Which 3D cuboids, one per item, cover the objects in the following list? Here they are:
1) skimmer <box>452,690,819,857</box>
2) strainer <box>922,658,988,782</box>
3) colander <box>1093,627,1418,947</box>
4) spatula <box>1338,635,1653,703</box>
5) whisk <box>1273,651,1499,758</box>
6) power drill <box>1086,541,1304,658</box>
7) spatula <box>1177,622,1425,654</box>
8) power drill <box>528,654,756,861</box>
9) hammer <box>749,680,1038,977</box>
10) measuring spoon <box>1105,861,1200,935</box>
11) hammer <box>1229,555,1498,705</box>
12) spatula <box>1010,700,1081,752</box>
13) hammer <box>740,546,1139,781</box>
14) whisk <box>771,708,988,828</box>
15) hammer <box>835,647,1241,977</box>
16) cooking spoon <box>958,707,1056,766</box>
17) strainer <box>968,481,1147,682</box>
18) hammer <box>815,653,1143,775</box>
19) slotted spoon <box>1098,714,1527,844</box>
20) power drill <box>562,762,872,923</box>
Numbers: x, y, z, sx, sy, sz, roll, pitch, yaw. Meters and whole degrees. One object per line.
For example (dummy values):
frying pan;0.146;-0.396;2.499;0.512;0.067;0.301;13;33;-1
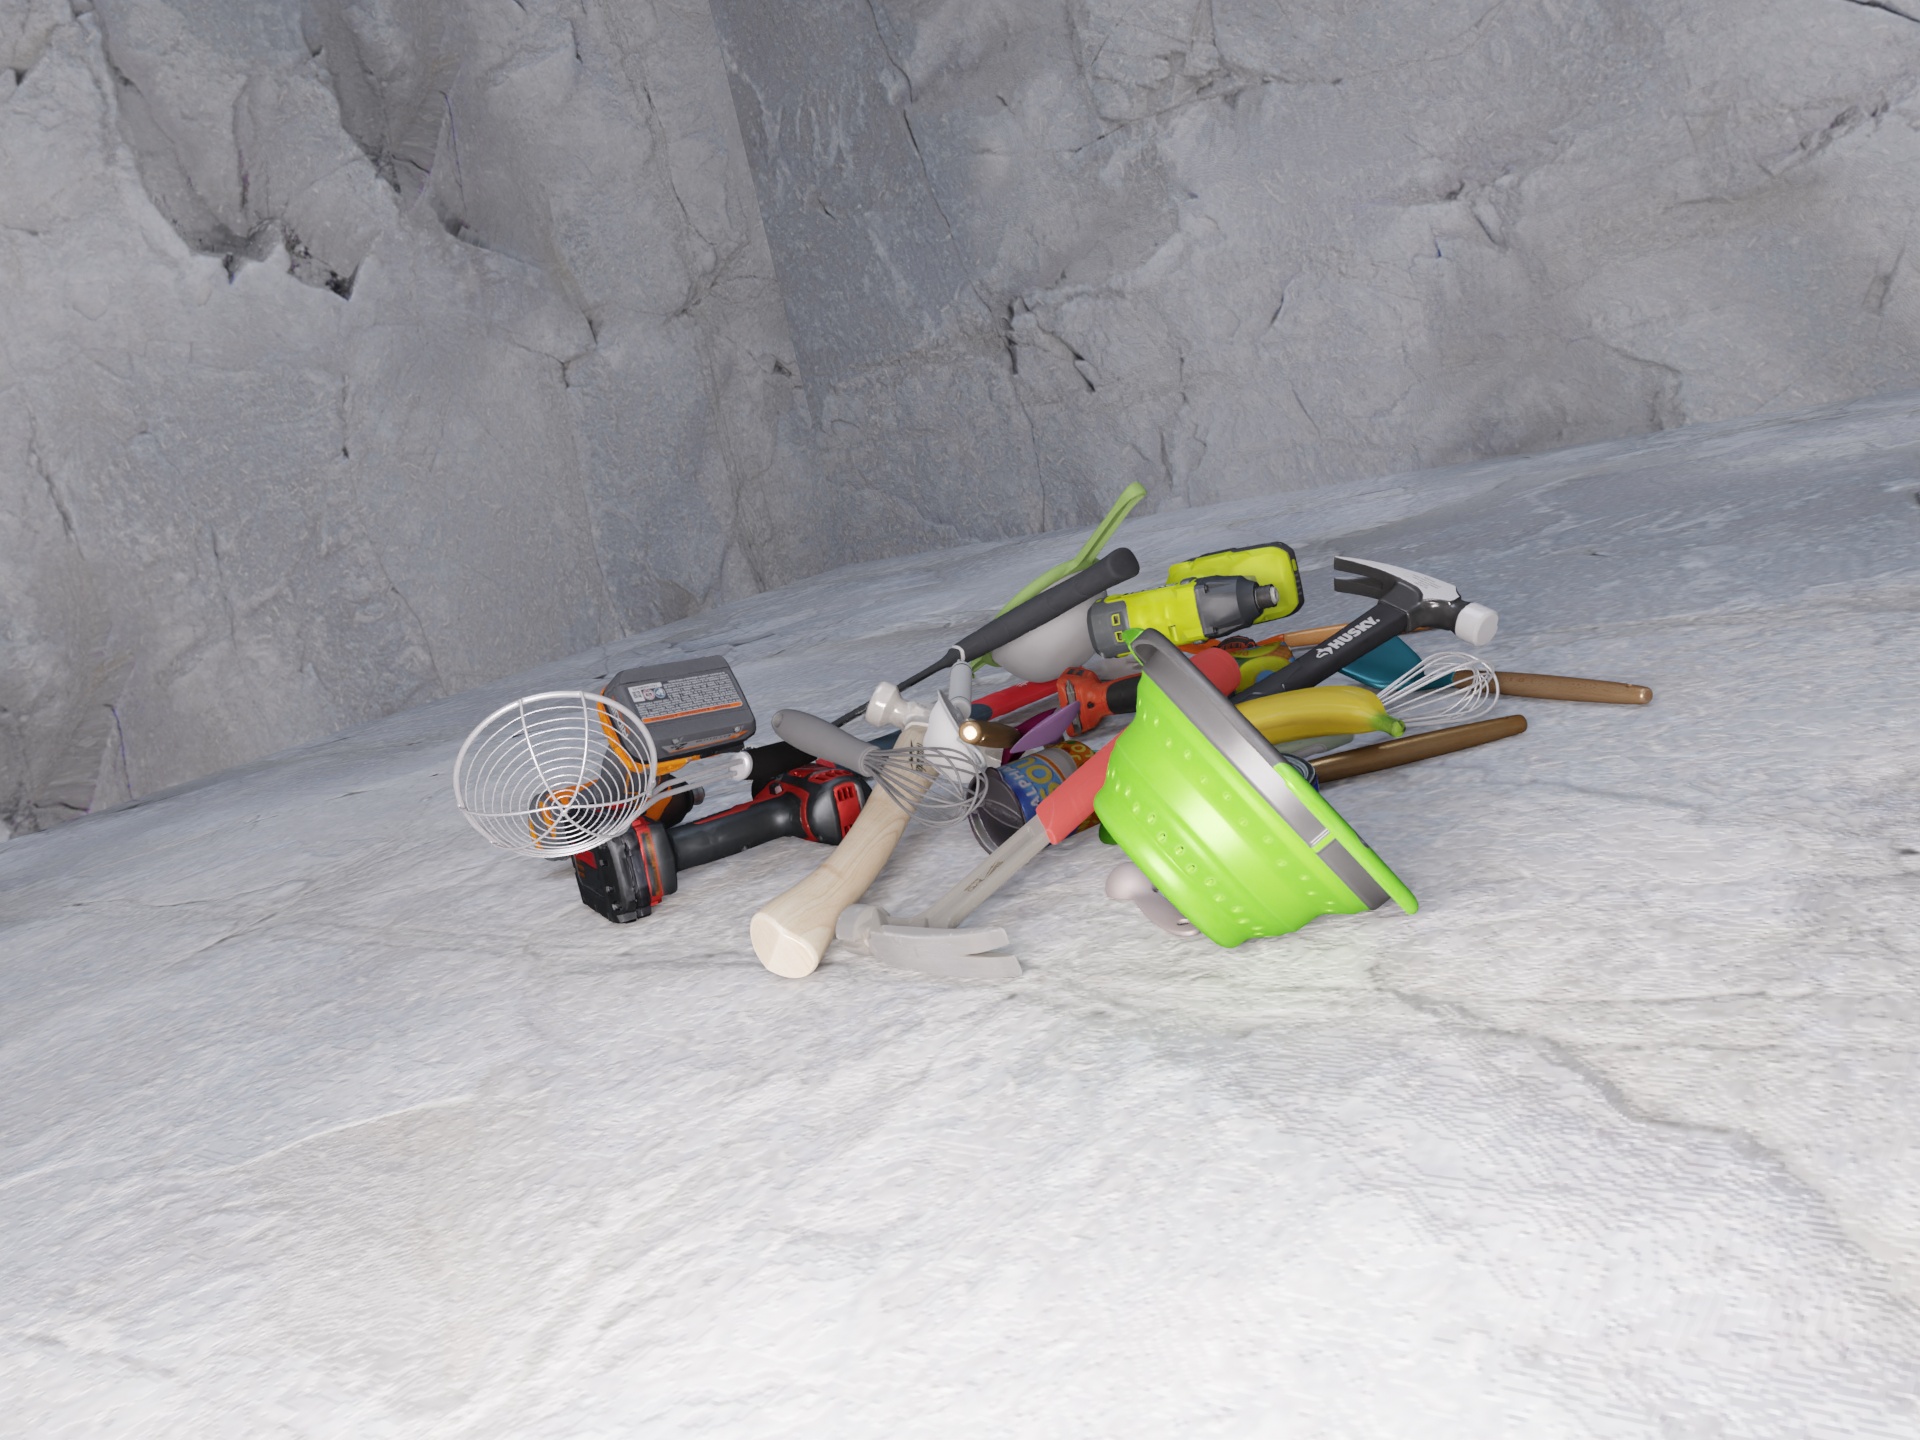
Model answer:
skimmer;-0.209;0.023;1.142;0.127;0.090;0.363;-56;-14;18
strainer;-0.002;-0.004;1.264;0.050;0.086;0.259;-28;16;10
colander;0.128;0.029;0.931;0.094;0.204;0.397;-44;18;6
spatula;0.409;-0.040;1.258;0.082;0.044;0.318;-24;15;-23
whisk;0.295;0.003;1.187;0.246;0.059;0.057;-20;-25;-13
power drill;0.237;-0.112;1.494;0.171;0.080;0.223;-10;7;28
spatula;0.350;-0.093;1.607;0.322;0.041;0.081;-7;12;24
power drill;-0.263;0.037;1.374;0.164;0.084;0.226;-12;-25;-40
hammer;-0.049;0.077;1.151;0.146;0.038;0.411;23;24;4
measuring spoon;0.115;0.104;0.942;0.034;0.018;0.124;-15;12;-10
hammer;0.256;-0.033;1.249;0.335;0.035;0.146;-31;42;-24
spatula;0.069;0.015;1.213;0.060;0.018;0.316;-34;-7;1
hammer;-0.016;-0.051;1.478;0.409;0.036;0.149;-28;-4;18
whisk;-0.064;0.025;1.129;0.055;0.055;0.239;-21;27;-35
hammer;0.084;0.049;1.035;0.149;0.036;0.359;-3;27;47
cooking spoon;0.031;0.011;1.117;0.069;0.017;0.319;-51;-8;5
strainer;0.120;-0.116;1.511;0.151;0.069;0.256;-19;-25;-42
hammer;0.022;-0.006;1.569;0.386;0.038;0.143;-22;15;-39
slotted spoon;0.247;0.035;1.115;0.313;0.031;0.070;-13;15;-5
power drill;-0.198;0.084;1.283;0.226;0.080;0.188;-15;11;-25
